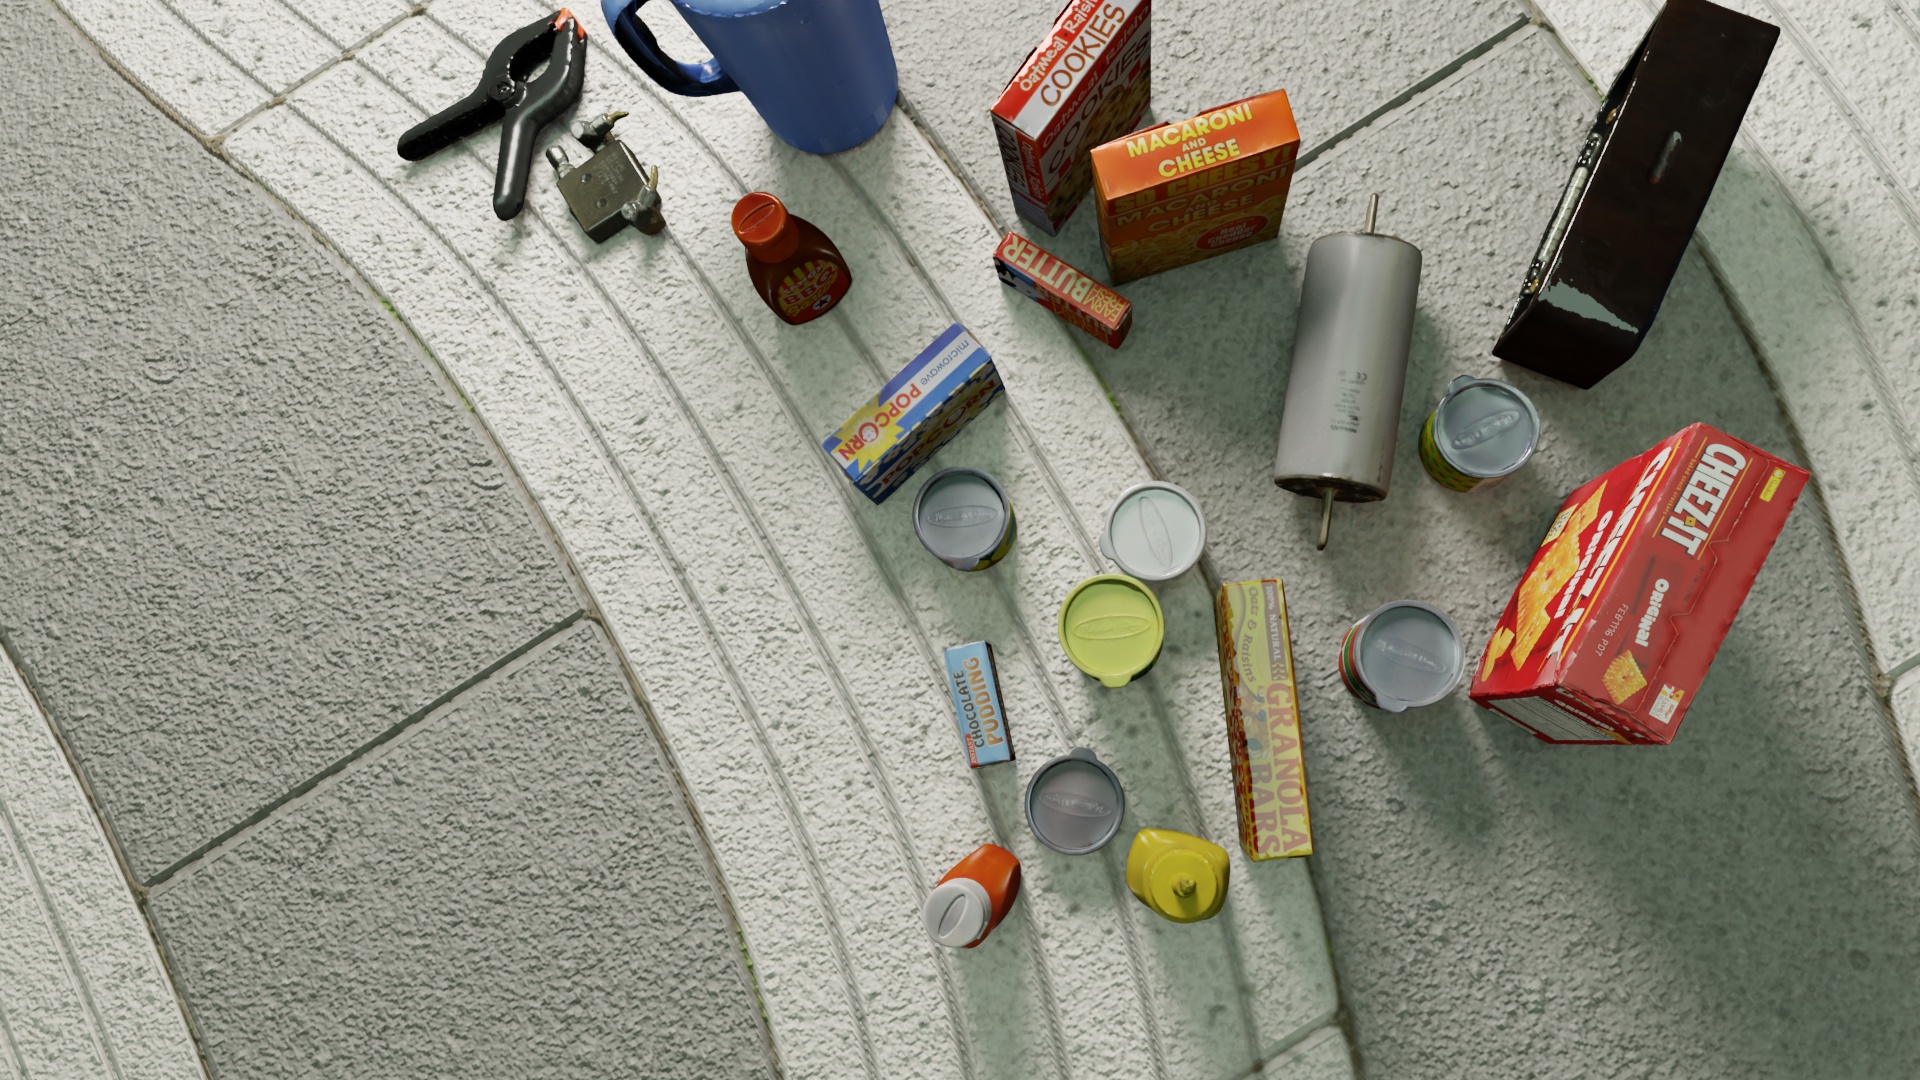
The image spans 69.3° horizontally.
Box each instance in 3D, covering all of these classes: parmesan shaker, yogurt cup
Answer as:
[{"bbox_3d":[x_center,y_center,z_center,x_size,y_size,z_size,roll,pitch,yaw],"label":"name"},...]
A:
[{"bbox_3d":[0.100,0.063,0.908,0.071,0.103,0.071,-1,81,8],"label":"parmesan shaker"},{"bbox_3d":[0.132,-0.003,0.939,0.072,0.054,0.072,-1,81,8],"label":"yogurt cup"}]

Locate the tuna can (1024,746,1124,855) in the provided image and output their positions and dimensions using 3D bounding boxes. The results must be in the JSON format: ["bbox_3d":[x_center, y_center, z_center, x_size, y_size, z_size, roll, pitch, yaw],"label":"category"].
[{"bbox_3d":[0.077,0.173,0.929,0.071,0.033,0.071,-1,81,8],"label":"tuna can"}]

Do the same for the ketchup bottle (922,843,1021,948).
[{"bbox_3d":[0.006,0.227,0.871,0.043,0.148,0.065,28,86,11],"label":"ketchup bottle"}]

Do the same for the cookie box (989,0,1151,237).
[{"bbox_3d":[0.078,-0.292,0.935,0.040,0.167,0.123,36,88,11],"label":"cookie box"}]

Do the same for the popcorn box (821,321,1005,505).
[{"bbox_3d":[-0.030,-0.086,0.958,0.127,0.085,0.038,-42,79,0],"label":"popcorn box"}]

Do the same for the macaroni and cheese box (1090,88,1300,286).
[{"bbox_3d":[0.151,-0.228,0.915,0.124,0.166,0.040,-17,80,5],"label":"macaroni and cheese box"}]

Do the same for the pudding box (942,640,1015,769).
[{"bbox_3d":[0.013,0.111,0.939,0.030,0.049,0.084,-13,80,6],"label":"pudding box"}]

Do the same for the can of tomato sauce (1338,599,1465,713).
[{"bbox_3d":[0.281,0.077,0.892,0.071,0.083,0.071,-1,81,8],"label":"can of tomato sauce"}]

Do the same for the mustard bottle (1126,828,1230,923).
[{"bbox_3d":[0.134,0.207,0.852,0.065,0.160,0.049,12,84,9],"label":"mustard bottle"}]

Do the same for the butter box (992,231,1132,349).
[{"bbox_3d":[0.073,-0.175,0.975,0.103,0.053,0.024,33,87,11],"label":"butter box"}]

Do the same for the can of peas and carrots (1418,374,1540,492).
[{"bbox_3d":[0.340,-0.070,0.920,0.071,0.058,0.071,-1,81,8],"label":"can of peas and carrots"}]

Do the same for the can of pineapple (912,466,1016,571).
[{"bbox_3d":[0.003,-0.012,0.956,0.071,0.058,0.071,-1,81,8],"label":"can of pineapple"}]

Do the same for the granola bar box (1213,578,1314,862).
[{"bbox_3d":[0.190,0.113,0.877,0.039,0.124,0.165,-6,81,7],"label":"granola bar box"}]

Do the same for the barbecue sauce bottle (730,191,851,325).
[{"bbox_3d":[-0.119,-0.195,0.956,0.065,0.148,0.044,-36,79,1],"label":"barbecue sauce bottle"}]
